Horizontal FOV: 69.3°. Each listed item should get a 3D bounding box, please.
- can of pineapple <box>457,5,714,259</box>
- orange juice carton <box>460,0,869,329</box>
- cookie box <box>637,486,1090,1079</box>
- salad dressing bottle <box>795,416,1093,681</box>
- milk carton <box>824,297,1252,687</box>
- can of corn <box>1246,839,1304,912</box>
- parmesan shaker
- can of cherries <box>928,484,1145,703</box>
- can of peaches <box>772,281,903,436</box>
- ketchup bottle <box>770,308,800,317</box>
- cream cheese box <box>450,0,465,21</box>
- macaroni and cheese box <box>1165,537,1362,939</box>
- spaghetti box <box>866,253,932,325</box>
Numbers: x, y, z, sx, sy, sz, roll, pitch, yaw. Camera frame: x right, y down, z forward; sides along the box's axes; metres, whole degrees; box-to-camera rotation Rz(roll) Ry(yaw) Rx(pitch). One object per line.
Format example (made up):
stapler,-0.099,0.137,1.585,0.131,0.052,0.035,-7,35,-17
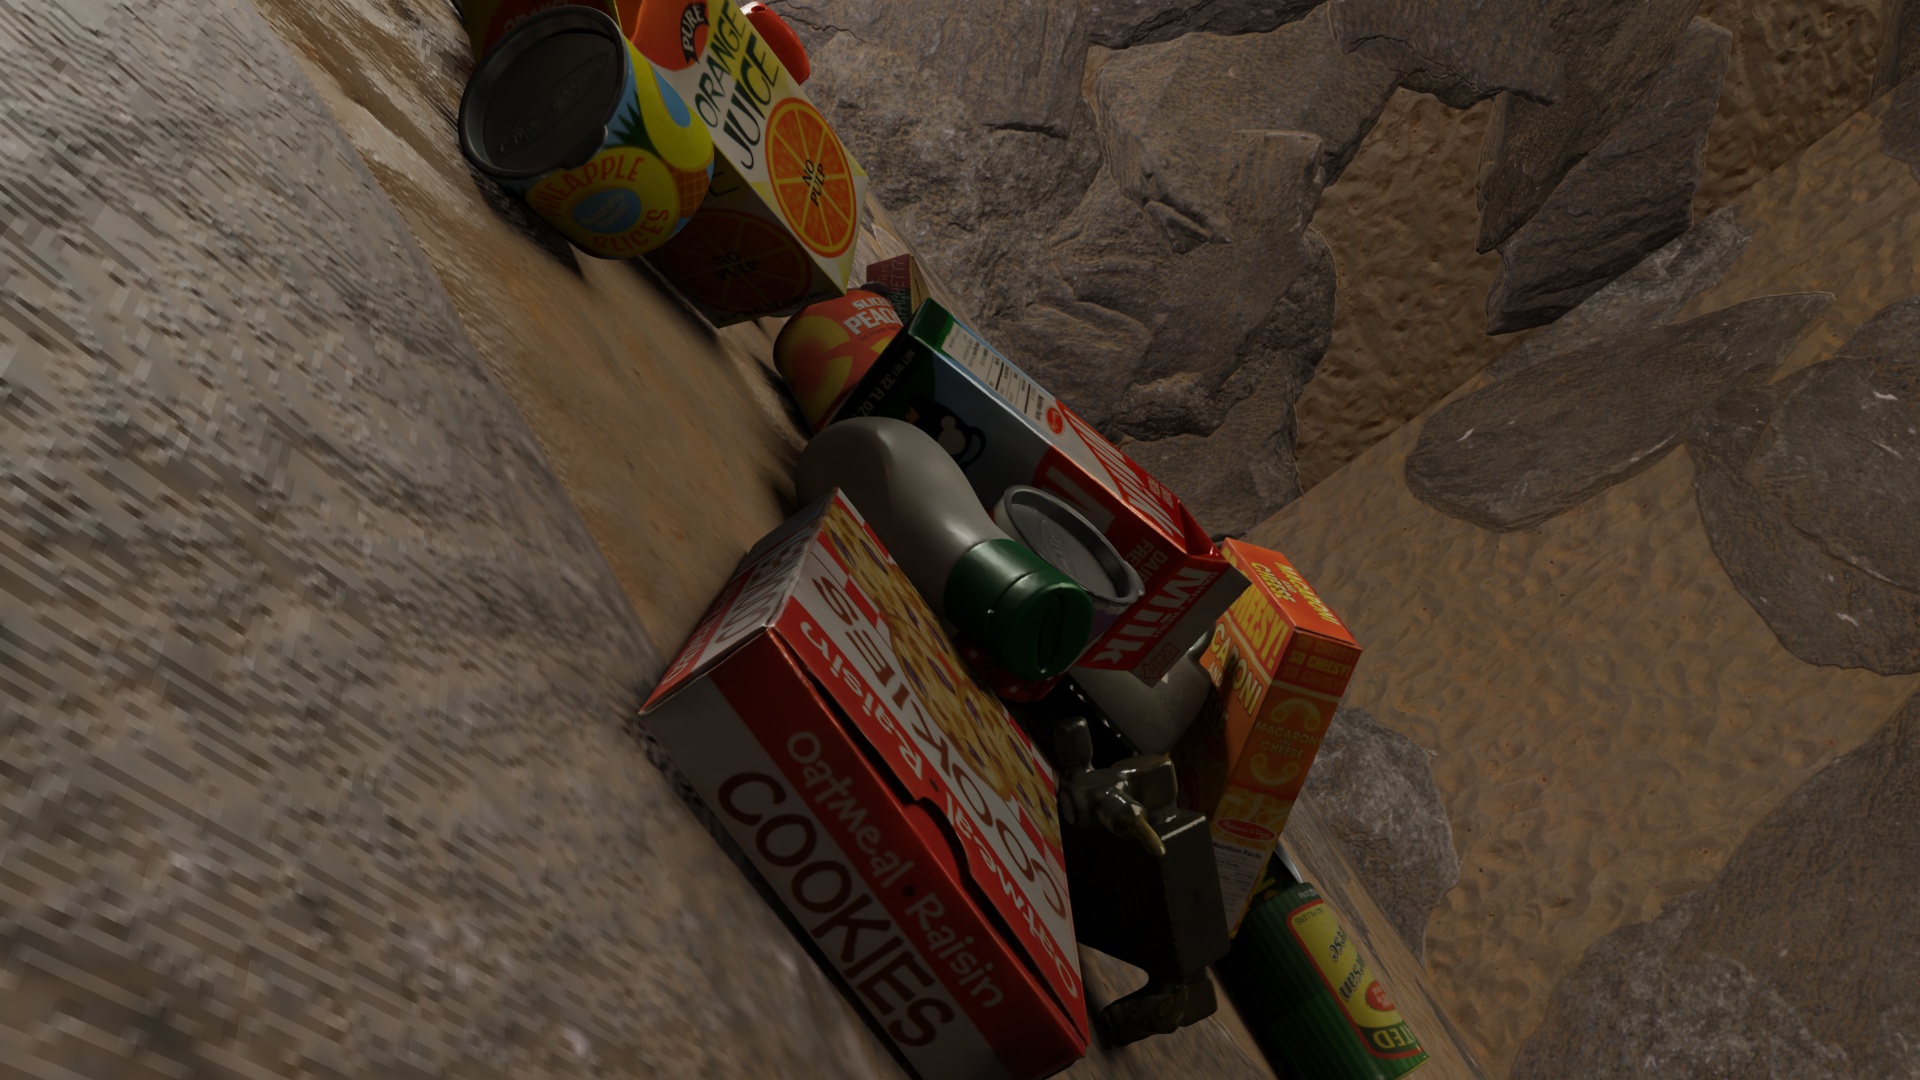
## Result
can of pineapple,-0.126,-0.137,0.477,0.071,0.071,0.057,58,8,27
orange juice carton,-0.120,-0.175,0.564,0.192,0.071,0.073,46,43,-48
cookie box,-0.019,0.058,0.384,0.123,0.040,0.168,54,8,-10
salad dressing bottle,-0.009,0.001,0.503,0.044,0.064,0.148,-4,26,-33
milk carton,0.035,-0.014,0.611,0.190,0.072,0.074,37,20,-9
can of corn,0.153,0.185,0.787,0.071,0.058,0.071,53,8,-11
parmesan shaker,0.181,0.237,0.713,0.103,0.071,0.071,58,8,25
can of cherries,0.028,0.022,0.545,0.071,0.058,0.072,34,22,-16
can of peaches,-0.049,-0.082,0.678,0.058,0.071,0.071,60,10,29
ketchup bottle,-0.114,-0.175,0.774,0.149,0.043,0.064,-115,-175,-48
cream cheese box,-0.180,-0.210,0.618,0.053,0.024,0.104,56,8,5
macaroni and cheese box,0.139,0.098,0.717,0.040,0.166,0.124,16,18,-11
spaghetti box,-0.005,-0.072,0.835,0.249,0.028,0.050,61,22,-57
